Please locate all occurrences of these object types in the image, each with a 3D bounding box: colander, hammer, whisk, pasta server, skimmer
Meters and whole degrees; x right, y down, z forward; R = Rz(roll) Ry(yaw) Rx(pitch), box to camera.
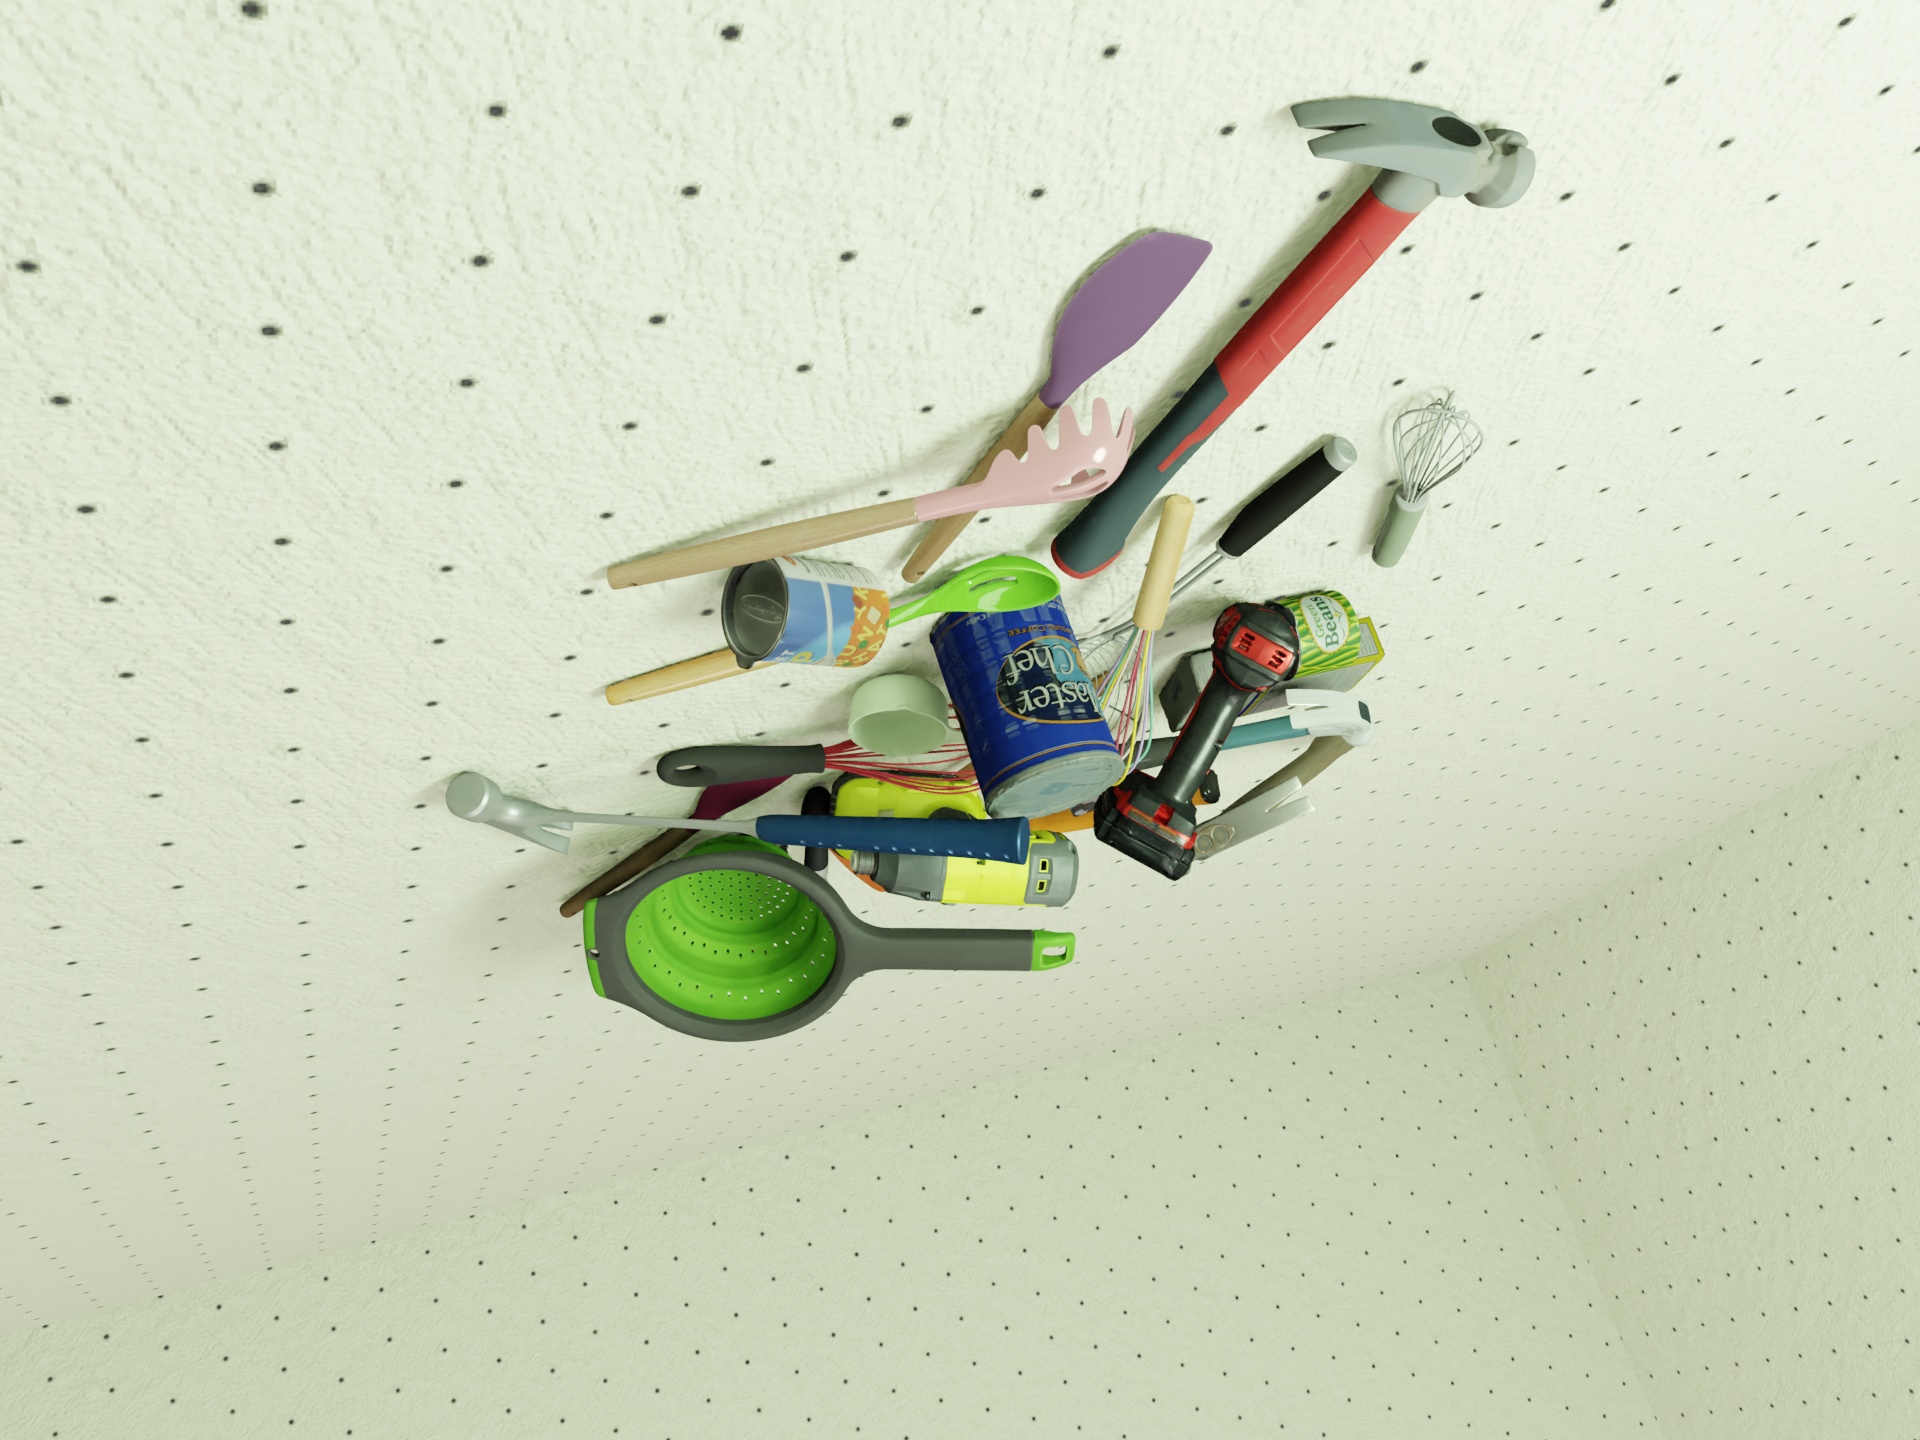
[{"bbox_3d":[-0.105,0.164,1.322,0.397,0.095,0.204,1,125,-3],"label":"colander"},{"bbox_3d":[0.189,0.025,1.388,0.331,0.033,0.128,-12,164,17],"label":"hammer"},{"bbox_3d":[0.323,-0.164,1.136,0.059,0.058,0.246,15,165,9],"label":"whisk"},{"bbox_3d":[-0.052,-0.121,0.914,0.316,0.040,0.060,-12,154,7],"label":"pasta server"},{"bbox_3d":[0.141,-0.194,0.904,0.143,0.038,0.386,-4,155,-31],"label":"hammer"},{"bbox_3d":[0.130,-0.050,1.132,0.051,0.047,0.244,11,128,-1],"label":"whisk"},{"bbox_3d":[-0.152,0.077,1.143,0.405,0.035,0.144,2,166,12],"label":"hammer"},{"bbox_3d":[0.317,0.051,1.487,0.146,0.038,0.410,-31,176,31],"label":"hammer"},{"bbox_3d":[0.087,0.093,1.482,0.337,0.034,0.127,-16,166,36],"label":"hammer"},{"bbox_3d":[-0.091,0.029,1.250,0.295,0.073,0.073,-3,155,-21],"label":"whisk"},{"bbox_3d":[-0.134,0.154,1.460,0.070,0.070,0.284,-12,141,-16],"label":"whisk"},{"bbox_3d":[0.169,-0.069,1.168,0.127,0.090,0.363,-3,154,-38],"label":"skimmer"}]

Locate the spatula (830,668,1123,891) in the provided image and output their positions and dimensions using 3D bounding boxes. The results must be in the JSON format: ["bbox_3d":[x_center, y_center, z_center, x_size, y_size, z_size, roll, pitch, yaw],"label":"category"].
[{"bbox_3d":[0.016,0.046,1.397,0.322,0.041,0.081,-35,110,30],"label":"spatula"}]

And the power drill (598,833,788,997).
[{"bbox_3d":[-0.232,0.180,1.473,0.188,0.080,0.226,-29,158,-8],"label":"power drill"}]

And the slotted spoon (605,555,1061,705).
[{"bbox_3d":[-0.087,-0.059,1.071,0.313,0.031,0.070,-16,159,-1],"label":"slotted spoon"}]

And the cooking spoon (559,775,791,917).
[{"bbox_3d":[-0.245,0.101,1.353,0.319,0.017,0.068,-32,158,33],"label":"cooking spoon"}]

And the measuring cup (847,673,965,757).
[{"bbox_3d":[-0.002,-0.004,1.208,0.167,0.038,0.083,3,152,-8],"label":"measuring cup"}]

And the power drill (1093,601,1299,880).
[{"bbox_3d":[0.191,0.006,1.262,0.219,0.078,0.143,-61,-179,11],"label":"power drill"}]

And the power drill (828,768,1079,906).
[{"bbox_3d":[-0.025,0.096,1.271,0.171,0.080,0.223,4,-173,-19],"label":"power drill"}]

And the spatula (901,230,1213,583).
[{"bbox_3d":[0.037,-0.168,0.910,0.059,0.018,0.315,0,152,-30],"label":"spatula"}]
